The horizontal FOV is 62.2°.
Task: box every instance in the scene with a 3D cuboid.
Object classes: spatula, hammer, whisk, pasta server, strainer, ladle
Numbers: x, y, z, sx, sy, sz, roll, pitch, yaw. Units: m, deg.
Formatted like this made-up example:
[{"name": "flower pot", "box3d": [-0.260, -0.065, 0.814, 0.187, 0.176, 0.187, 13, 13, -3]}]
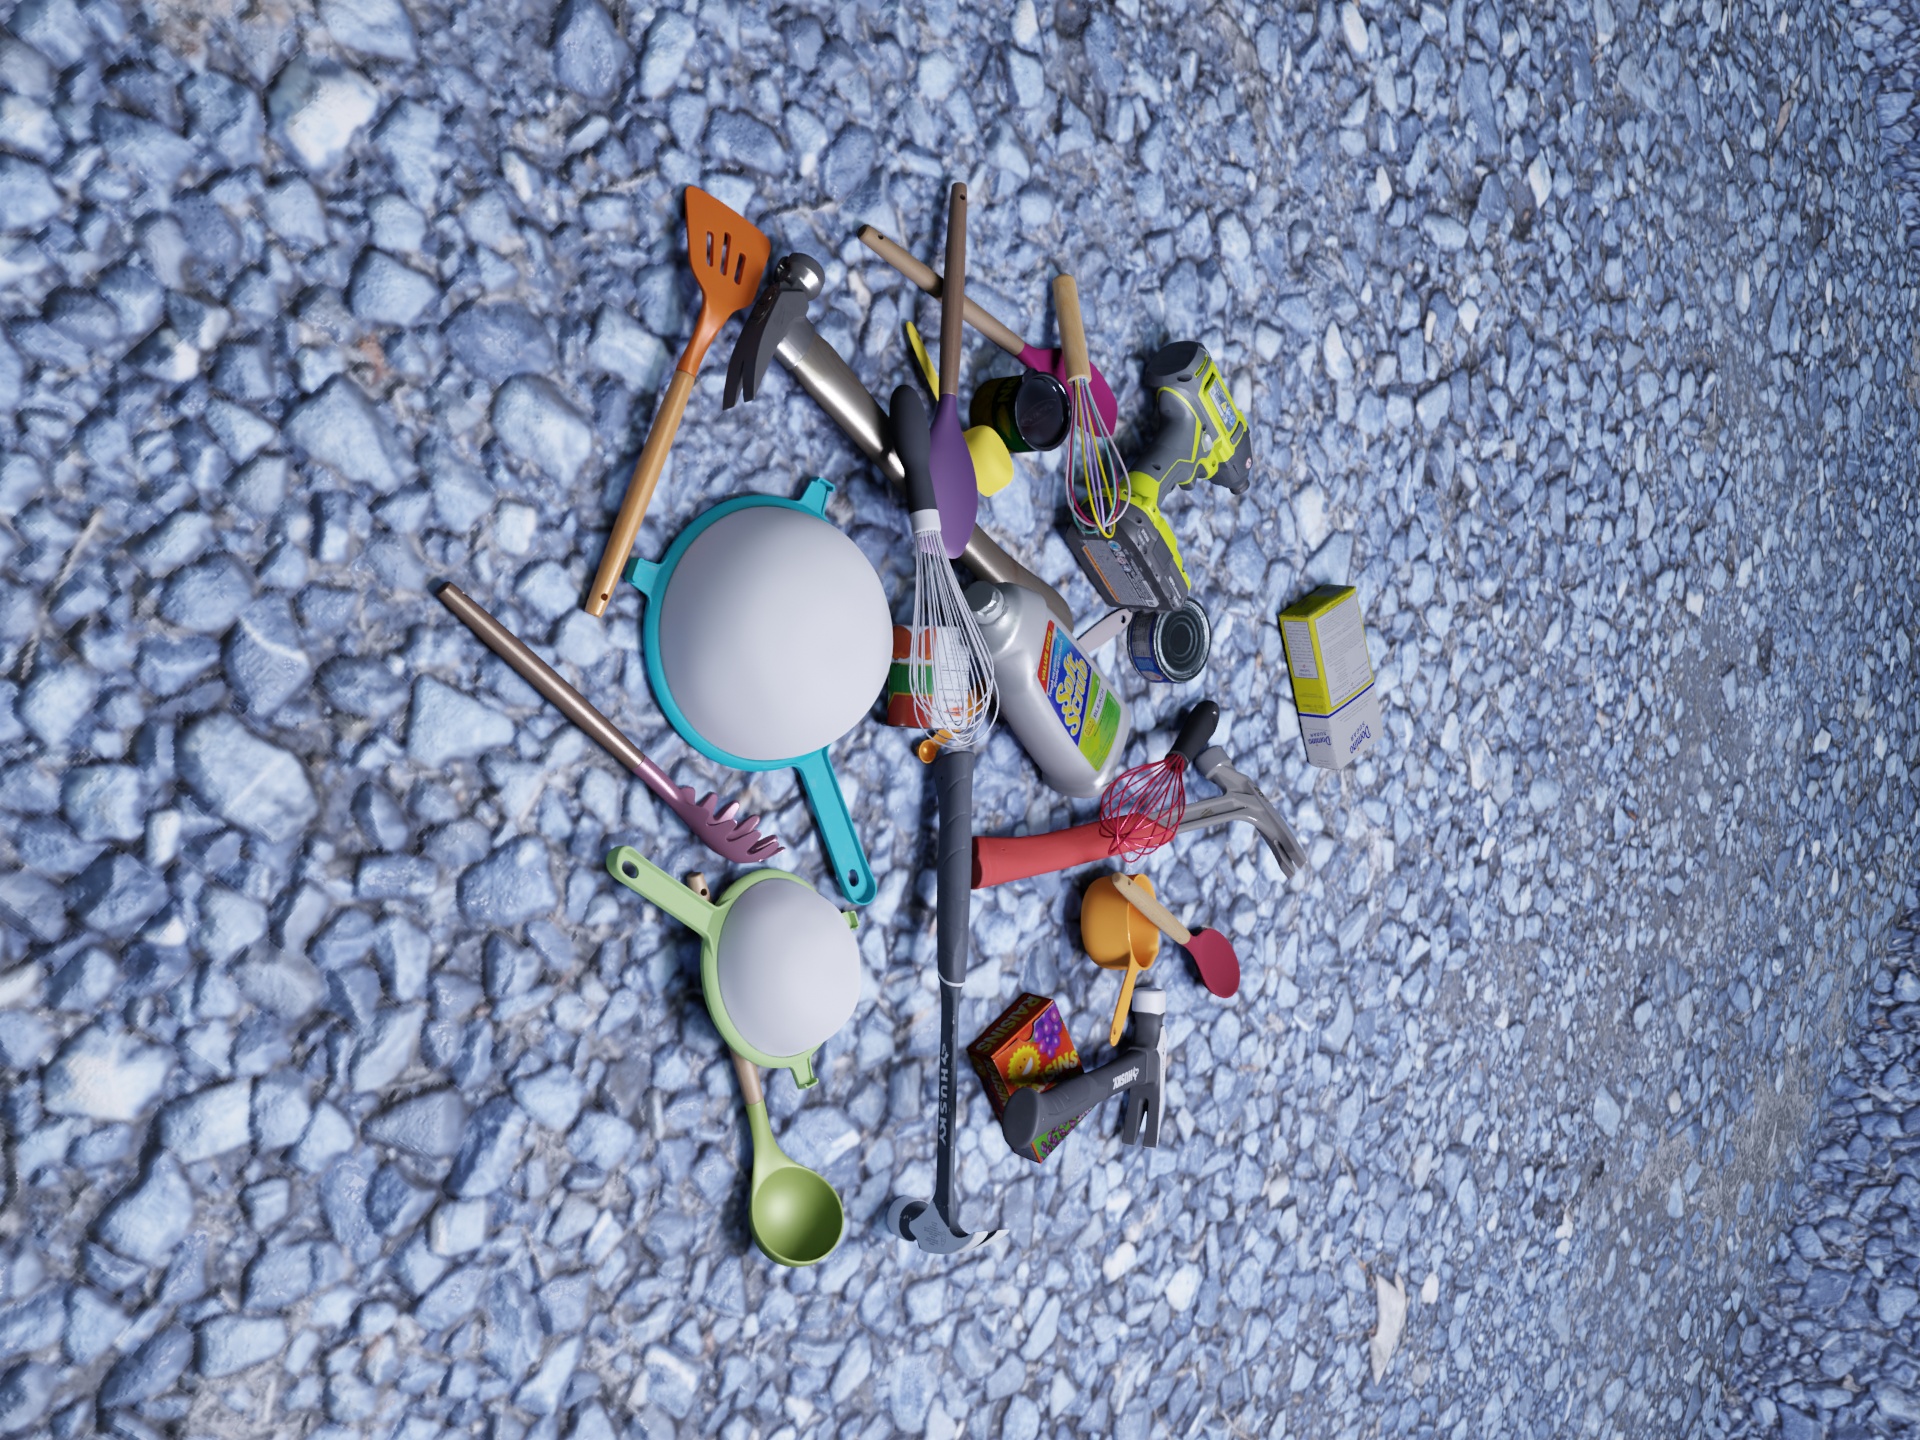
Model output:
[{"name": "spatula", "box3d": [-0.007, -0.284, 1.278, 0.059, 0.018, 0.316, 9, 78, -32]}, {"name": "hammer", "box3d": [0.153, 0.110, 1.434, 0.359, 0.149, 0.036, -10, 145, -38]}, {"name": "whisk", "box3d": [0.191, 0.045, 1.448, 0.296, 0.073, 0.073, -45, 124, -56]}, {"name": "whisk", "box3d": [-0.023, -0.119, 1.212, 0.070, 0.070, 0.285, -4, 81, -41]}, {"name": "whisk", "box3d": [0.106, -0.271, 1.370, 0.047, 0.051, 0.245, 3, 72, -34]}, {"name": "hammer", "box3d": [0.114, 0.325, 1.383, 0.334, 0.035, 0.146, 5, 87, -65]}, {"name": "hammer", "box3d": [-0.007, 0.229, 1.304, 0.036, 0.149, 0.409, 5, 83, -29]}, {"name": "pasta server", "box3d": [-0.242, 0.007, 1.124, 0.040, 0.060, 0.316, -45, 120, -3]}, {"name": "spatula", "box3d": [-0.211, -0.226, 1.144, 0.081, 0.041, 0.323, 26, 81, -41]}, {"name": "strainer", "box3d": [-0.150, 0.156, 1.167, 0.256, 0.069, 0.152, 43, 49, -39]}, {"name": "ladle", "box3d": [0.200, 0.195, 1.483, 0.315, 0.031, 0.069, 42, 41, -54]}, {"name": "strainer", "box3d": [-0.104, -0.006, 1.206, 0.211, 0.095, 0.340, -31, 112, -36]}, {"name": "ladle", "box3d": [-0.156, 0.267, 1.211, 0.078, 0.062, 0.320, -24, 106, -43]}, {"name": "hammer", "box3d": [-0.032, -0.178, 1.278, 0.410, 0.038, 0.146, 45, 50, -37]}]

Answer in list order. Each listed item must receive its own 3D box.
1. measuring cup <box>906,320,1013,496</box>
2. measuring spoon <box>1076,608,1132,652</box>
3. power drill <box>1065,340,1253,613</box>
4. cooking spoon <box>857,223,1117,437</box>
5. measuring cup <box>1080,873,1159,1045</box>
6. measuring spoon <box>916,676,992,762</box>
[{"name": "measuring cup", "box3d": [0.000, -0.259, 1.303, 0.156, 0.029, 0.062, 64, 21, -12]}, {"name": "measuring spoon", "box3d": [0.122, -0.072, 1.452, 0.124, 0.018, 0.034, -35, 116, -35]}, {"name": "power drill", "box3d": [0.197, -0.213, 1.468, 0.171, 0.080, 0.223, 52, 58, -39]}, {"name": "cooking spoon", "box3d": [0.032, -0.329, 1.350, 0.318, 0.017, 0.069, 27, 64, -40]}, {"name": "measuring cup", "box3d": [0.133, 0.216, 1.431, 0.095, 0.052, 0.174, 62, 36, -40]}, {"name": "measuring spoon", "box3d": [-0.002, -0.004, 1.356, 0.117, 0.011, 0.021, -47, 122, -33]}]
